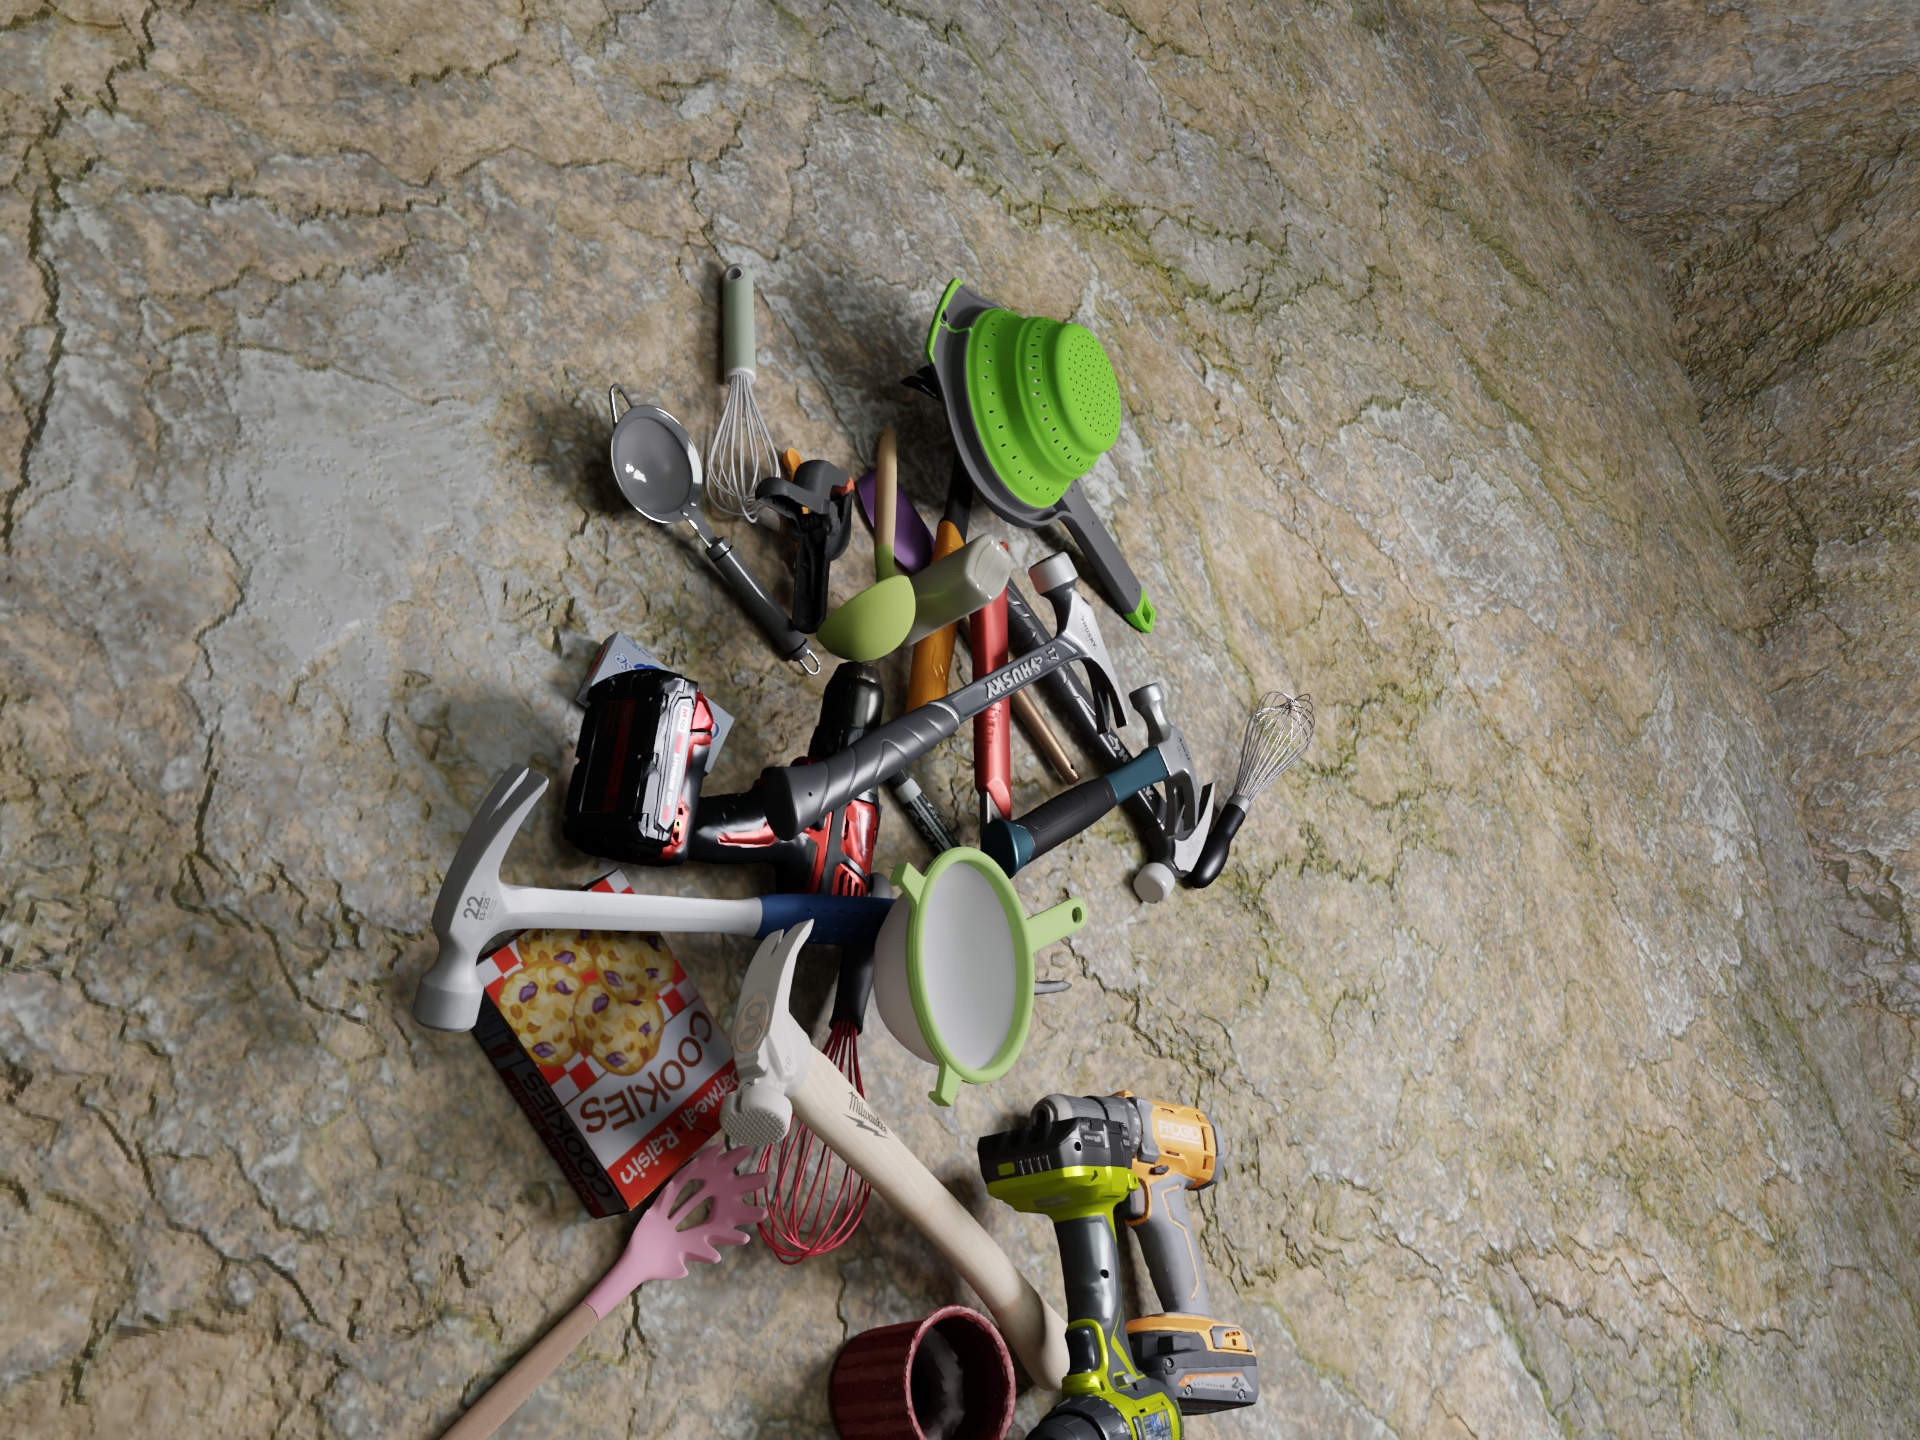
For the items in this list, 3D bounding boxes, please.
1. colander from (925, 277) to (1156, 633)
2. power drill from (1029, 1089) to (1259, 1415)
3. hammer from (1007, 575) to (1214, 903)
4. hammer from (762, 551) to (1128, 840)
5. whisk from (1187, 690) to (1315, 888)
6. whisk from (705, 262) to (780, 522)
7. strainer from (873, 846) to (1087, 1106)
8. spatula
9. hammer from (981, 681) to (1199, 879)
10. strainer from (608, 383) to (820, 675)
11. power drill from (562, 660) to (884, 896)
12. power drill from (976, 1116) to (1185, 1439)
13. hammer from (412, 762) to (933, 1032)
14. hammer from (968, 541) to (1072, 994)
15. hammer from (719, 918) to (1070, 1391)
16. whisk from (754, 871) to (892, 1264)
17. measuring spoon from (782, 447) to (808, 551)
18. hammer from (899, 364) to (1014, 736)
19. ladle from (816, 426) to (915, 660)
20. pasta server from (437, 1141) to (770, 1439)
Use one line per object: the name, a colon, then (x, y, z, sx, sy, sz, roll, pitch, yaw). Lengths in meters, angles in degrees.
colander: (0.114, -0.222, 1.405, 0.396, 0.094, 0.205, 51, 41, -37)
power drill: (0.132, 0.387, 1.179, 0.185, 0.084, 0.226, 23, 50, -37)
hammer: (0.111, -0.009, 1.402, 0.334, 0.035, 0.146, 54, 42, -9)
hammer: (-0.002, -0.004, 1.145, 0.409, 0.036, 0.149, -31, 96, -50)
whisk: (0.276, 0.062, 1.521, 0.070, 0.070, 0.285, 50, 47, -14)
whisk: (-0.171, -0.260, 1.238, 0.059, 0.058, 0.247, 63, 19, -61)
strainer: (0.009, 0.156, 1.079, 0.256, 0.069, 0.151, -11, 90, -62)
spatula: (0.009, -0.076, 1.342, 0.316, 0.018, 0.060, 55, 42, -7)
hammer: (0.109, 0.061, 1.283, 0.331, 0.033, 0.128, -23, 89, -56)
strainer: (-0.183, -0.130, 1.155, 0.258, 0.050, 0.087, 52, 44, -21)
power drill: (-0.137, 0.030, 1.054, 0.226, 0.080, 0.188, 22, 71, -45)
power drill: (0.075, 0.380, 1.029, 0.190, 0.080, 0.229, 33, 43, -61)
hammer: (-0.134, 0.116, 0.980, 0.405, 0.035, 0.144, 10, 97, -47)
hammer: (0.030, 0.033, 1.243, 0.149, 0.037, 0.359, 22, 61, -50)
hammer: (-0.020, 0.302, 1.017, 0.410, 0.038, 0.146, 56, 25, -34)
whisk: (-0.079, 0.222, 1.061, 0.073, 0.073, 0.296, 37, 41, -27)
measuring spoon: (-0.129, -0.160, 1.251, 0.021, 0.011, 0.117, 21, 57, -57)
hammer: (-0.014, -0.134, 1.307, 0.127, 0.034, 0.337, 32, 52, -36)
ladle: (-0.068, -0.153, 1.233, 0.062, 0.078, 0.320, 38, 29, -27)
pasta server: (-0.218, 0.341, 0.867, 0.316, 0.040, 0.060, -39, 101, -48)
